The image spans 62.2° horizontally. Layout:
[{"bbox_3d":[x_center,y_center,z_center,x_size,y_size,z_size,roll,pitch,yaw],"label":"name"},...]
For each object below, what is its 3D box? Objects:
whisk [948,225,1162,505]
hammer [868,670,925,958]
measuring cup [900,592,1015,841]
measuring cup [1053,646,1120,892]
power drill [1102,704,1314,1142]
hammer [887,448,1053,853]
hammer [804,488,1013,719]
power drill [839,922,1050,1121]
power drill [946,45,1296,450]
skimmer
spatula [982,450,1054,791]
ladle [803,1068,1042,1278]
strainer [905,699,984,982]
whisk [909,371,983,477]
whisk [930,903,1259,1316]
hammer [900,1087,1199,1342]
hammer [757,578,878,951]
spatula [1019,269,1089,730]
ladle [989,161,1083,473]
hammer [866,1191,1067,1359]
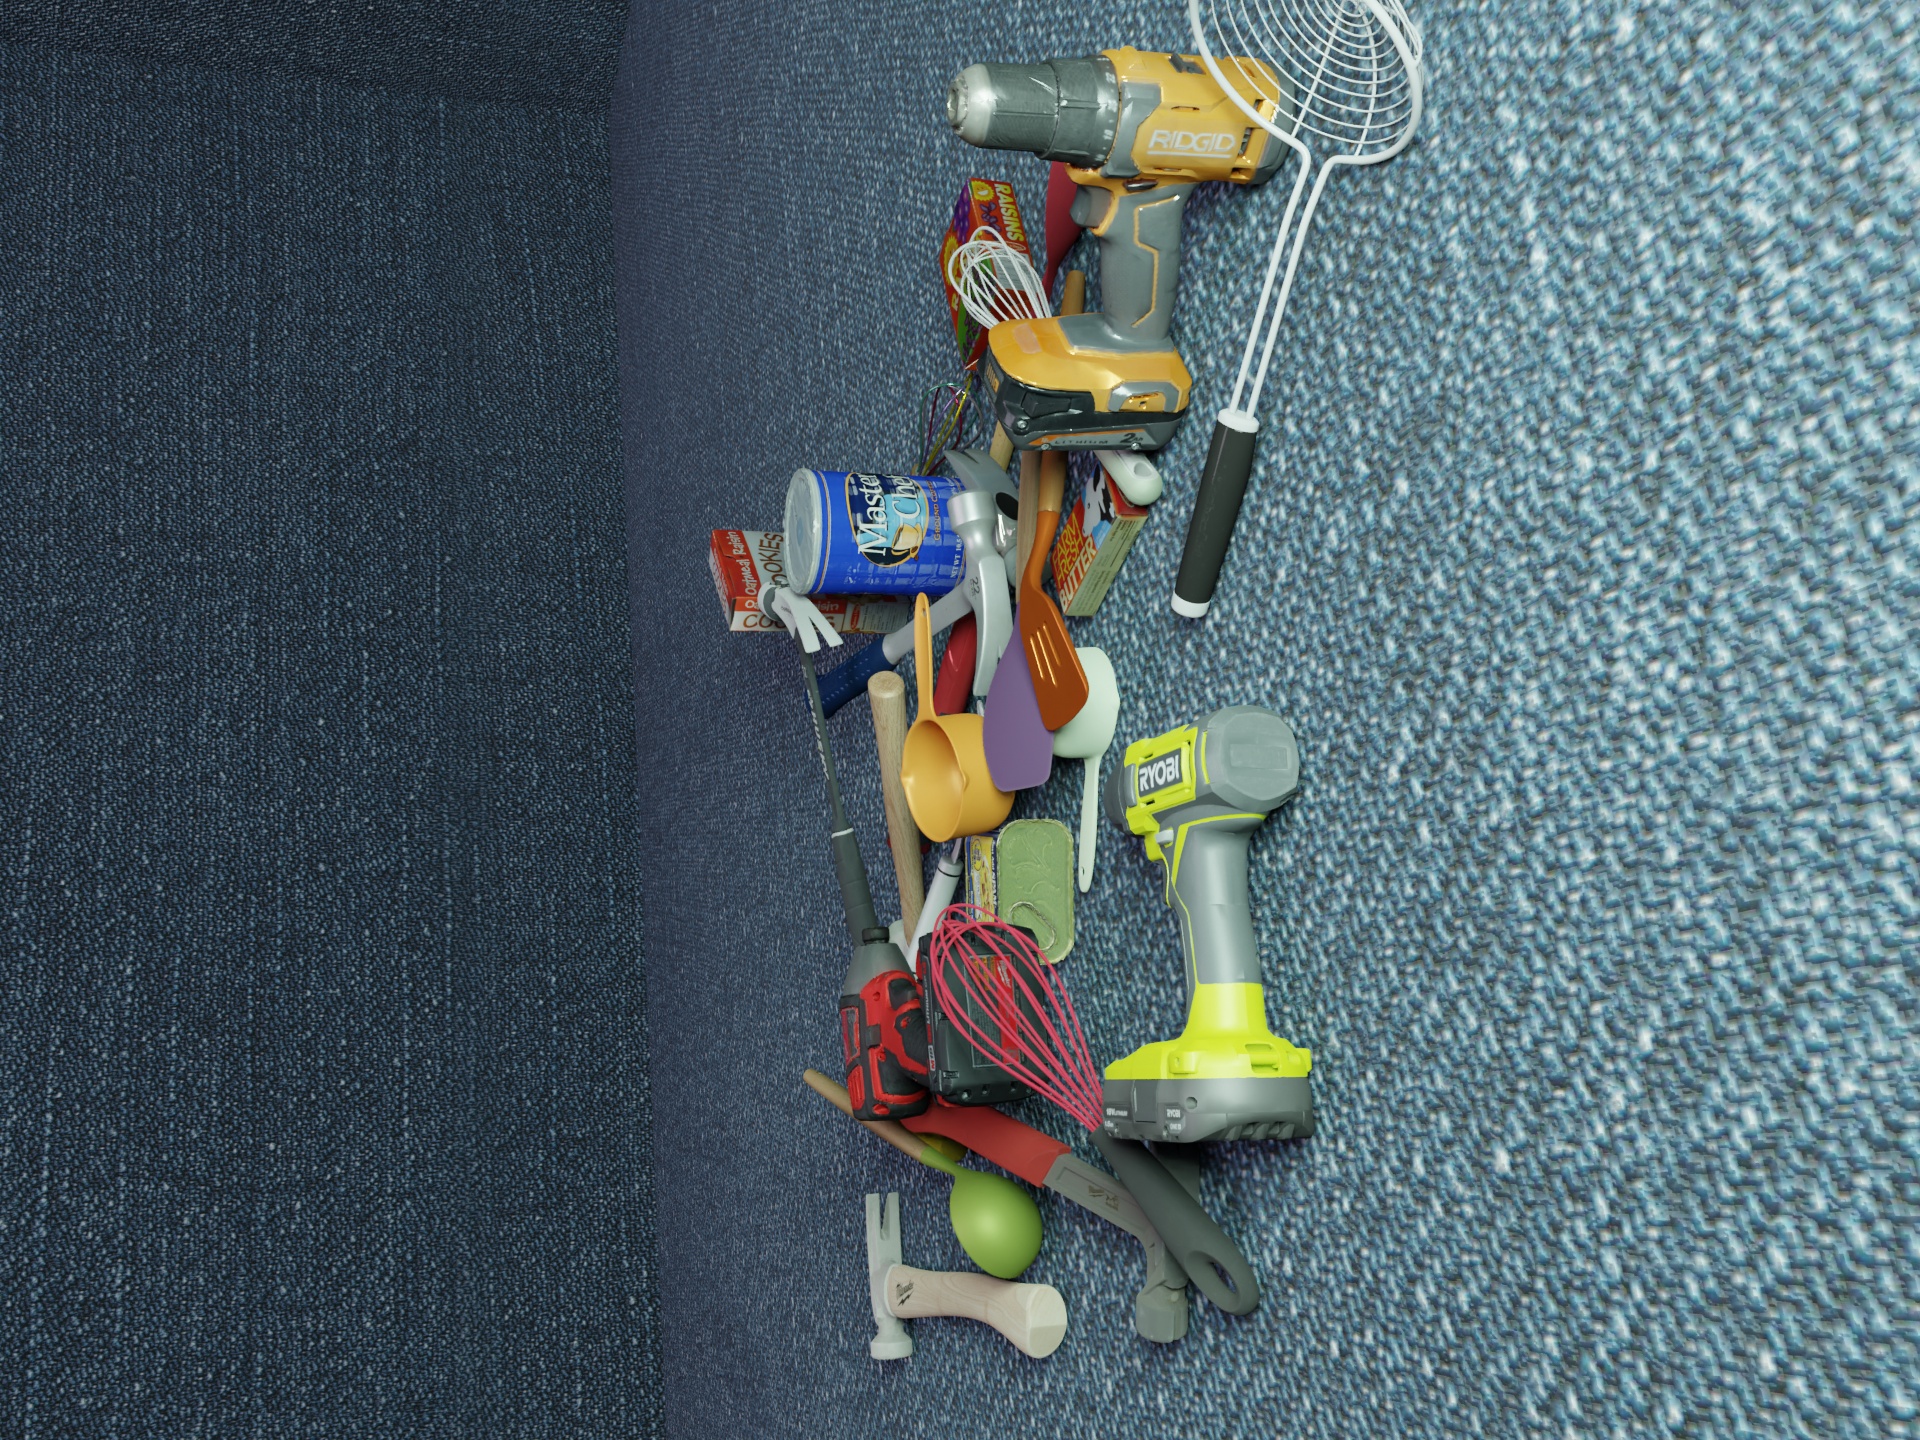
[{"bbox_3d":[0.062,-0.232,1.036,0.247,0.058,0.059,59,152,26],"label":"whisk"},{"bbox_3d":[-0.044,0.106,1.309,0.130,0.031,0.331,-121,20,-52],"label":"hammer"},{"bbox_3d":[-0.002,-0.004,1.113,0.095,0.052,0.173,-3,91,61],"label":"measuring cup"},{"bbox_3d":[0.073,0.033,1.080,0.083,0.038,0.167,179,93,-70],"label":"measuring cup"},{"bbox_3d":[0.128,0.117,0.884,0.171,0.080,0.223,148,123,-66],"label":"power drill"},{"bbox_3d":[-0.013,-0.035,1.302,0.143,0.038,0.386,62,149,36],"label":"hammer"},{"bbox_3d":[-0.052,-0.055,1.294,0.405,0.035,0.144,152,109,-65],"label":"hammer"},{"bbox_3d":[-0.024,0.206,1.118,0.219,0.078,0.143,150,118,-61],"label":"power drill"},{"bbox_3d":[0.068,-0.262,0.887,0.226,0.185,0.084,105,154,-44],"label":"power drill"},{"bbox_3d":[0.141,-0.205,0.815,0.127,0.090,0.363,33,129,30],"label":"skimmer"},{"bbox_3d":[0.045,-0.103,1.098,0.060,0.018,0.316,-11,66,36],"label":"spatula"},{"bbox_3d":[-0.045,0.348,1.266,0.320,0.078,0.062,16,82,53],"label":"ladle"},{"bbox_3d":[-0.003,0.106,1.240,0.087,0.050,0.258,-114,40,-66],"label":"strainer"},{"bbox_3d":[-0.028,-0.220,1.361,0.245,0.051,0.047,126,134,-63],"label":"whisk"},{"bbox_3d":[0.073,0.224,0.938,0.296,0.073,0.073,50,142,25],"label":"whisk"},{"bbox_3d":[0.044,0.288,1.096,0.359,0.036,0.149,6,96,61],"label":"hammer"},{"bbox_3d":[-0.104,0.083,1.390,0.149,0.036,0.408,-146,42,-65],"label":"hammer"},{"bbox_3d":[0.069,-0.155,1.049,0.081,0.041,0.323,135,145,-67],"label":"spatula"},{"bbox_3d":[0.049,-0.269,1.161,0.315,0.031,0.069,106,-171,-45],"label":"ladle"},{"bbox_3d":[-0.006,0.464,1.313,0.410,0.038,0.146,140,129,-64],"label":"hammer"}]
